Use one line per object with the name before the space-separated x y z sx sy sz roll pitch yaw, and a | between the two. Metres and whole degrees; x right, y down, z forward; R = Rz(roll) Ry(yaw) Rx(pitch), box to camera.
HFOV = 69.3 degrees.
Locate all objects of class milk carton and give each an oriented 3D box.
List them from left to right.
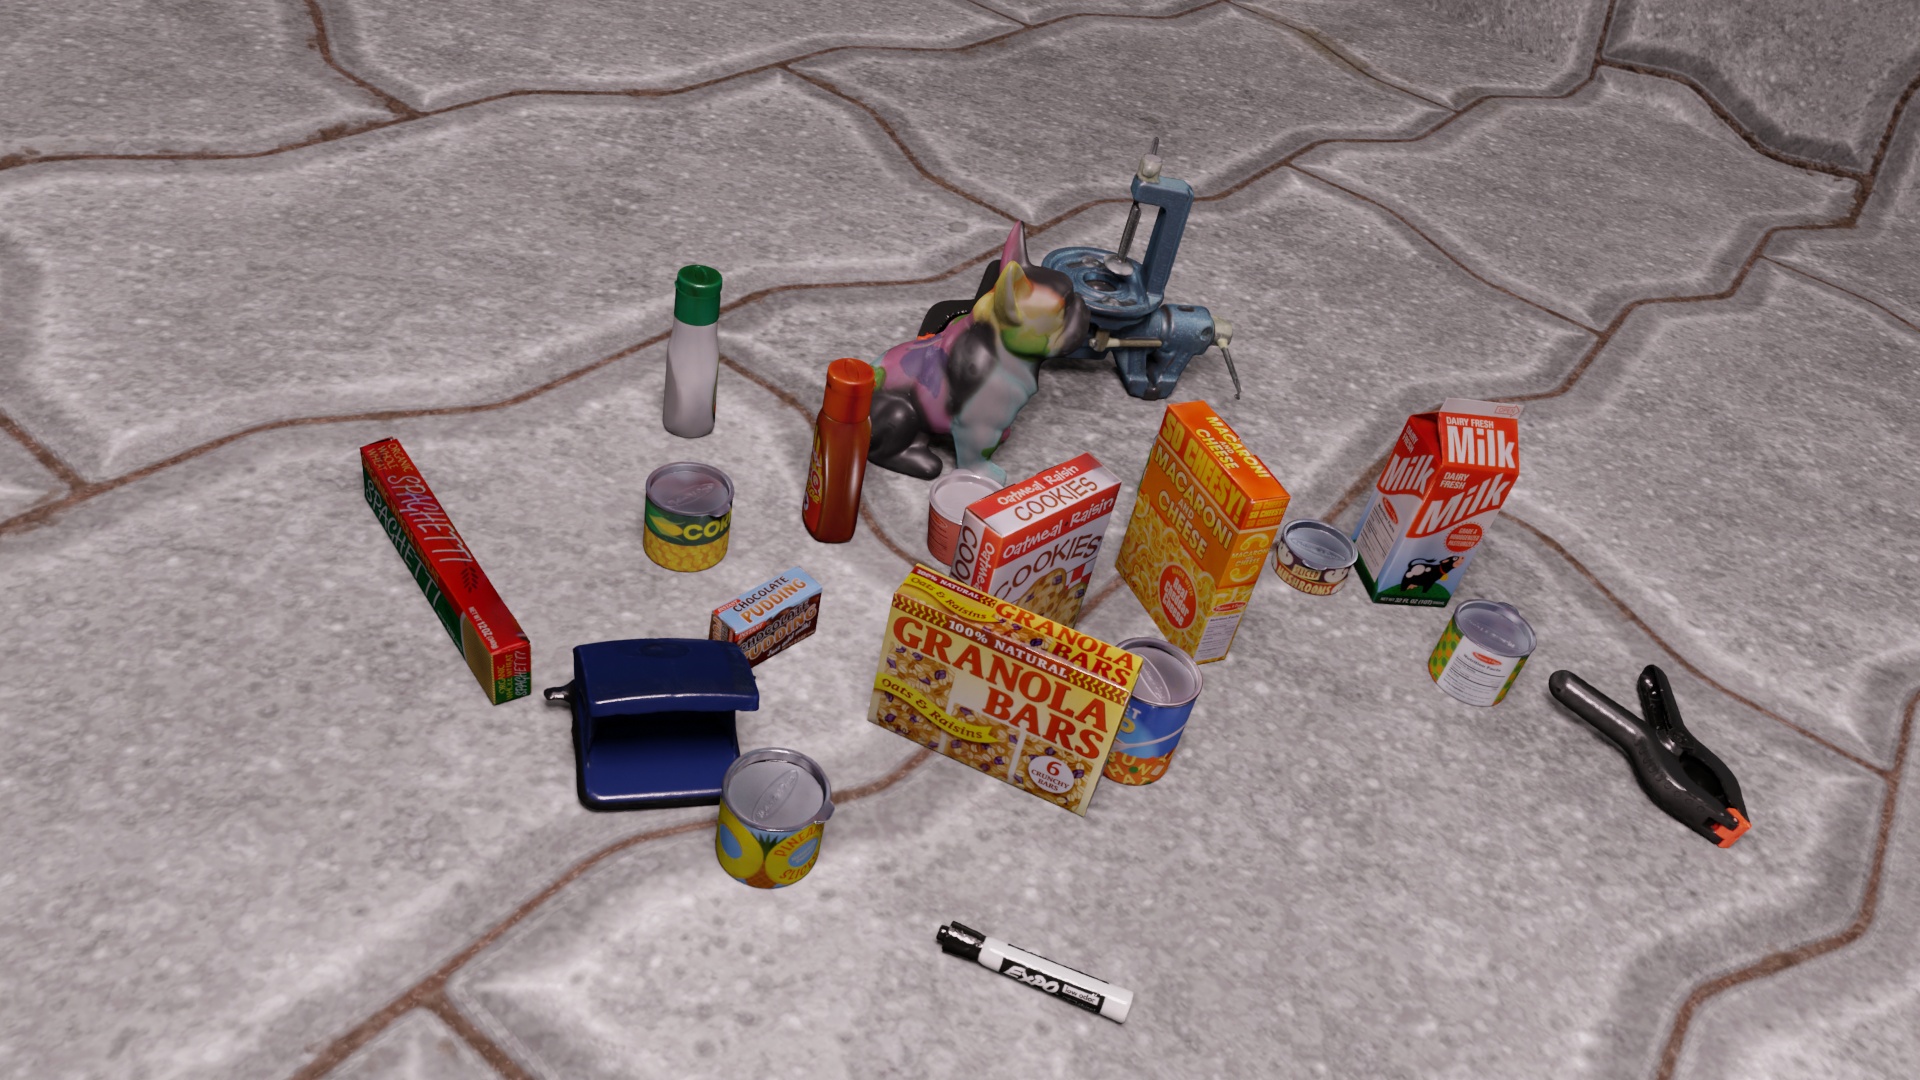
milk carton | 0.399 -0.038 1.161 0.072 0.189 0.074 4 39 -12

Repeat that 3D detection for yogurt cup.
yogurt cup | 0.004 -0.014 1.124 0.072 0.053 0.073 8 38 -7

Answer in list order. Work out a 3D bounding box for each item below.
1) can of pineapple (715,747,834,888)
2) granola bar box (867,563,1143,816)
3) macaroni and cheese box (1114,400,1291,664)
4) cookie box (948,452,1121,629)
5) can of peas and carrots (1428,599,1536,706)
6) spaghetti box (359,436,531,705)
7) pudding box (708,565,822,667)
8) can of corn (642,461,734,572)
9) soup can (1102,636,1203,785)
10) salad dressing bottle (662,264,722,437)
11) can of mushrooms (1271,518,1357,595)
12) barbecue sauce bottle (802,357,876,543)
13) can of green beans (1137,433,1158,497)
can of pineapple | -0.115 0.172 0.855 0.071 0.057 0.071 8 38 -7
granola bar box | 0.027 0.100 0.932 0.166 0.123 0.039 23 39 11
macaroni and cheese box | 0.183 -0.006 1.076 0.040 0.165 0.124 -8 43 -25
cookie box | 0.042 0.029 0.990 0.123 0.166 0.040 -25 52 -39
can of peas and carrots | 0.418 0.089 1.115 0.071 0.058 0.071 8 38 -7
spaghetti box | -0.366 0.016 0.980 0.029 0.049 0.251 -18 48 -34
pudding box | -0.140 0.058 0.995 0.030 0.049 0.084 36 43 26
can of corn | -0.207 -0.017 1.061 0.071 0.058 0.071 8 38 -7
soup can | 0.123 0.120 0.969 0.071 0.083 0.072 8 38 -7
salad dressing bottle | -0.222 -0.157 1.158 0.044 0.146 0.064 -2 40 -19
can of mushrooms | 0.303 0.015 1.192 0.071 0.033 0.071 8 38 -7
barbecue sauce bottle | -0.095 -0.072 1.090 0.044 0.147 0.065 -1 40 -17
can of green beans | 0.195 -0.057 1.230 0.071 0.057 0.071 8 38 -7
